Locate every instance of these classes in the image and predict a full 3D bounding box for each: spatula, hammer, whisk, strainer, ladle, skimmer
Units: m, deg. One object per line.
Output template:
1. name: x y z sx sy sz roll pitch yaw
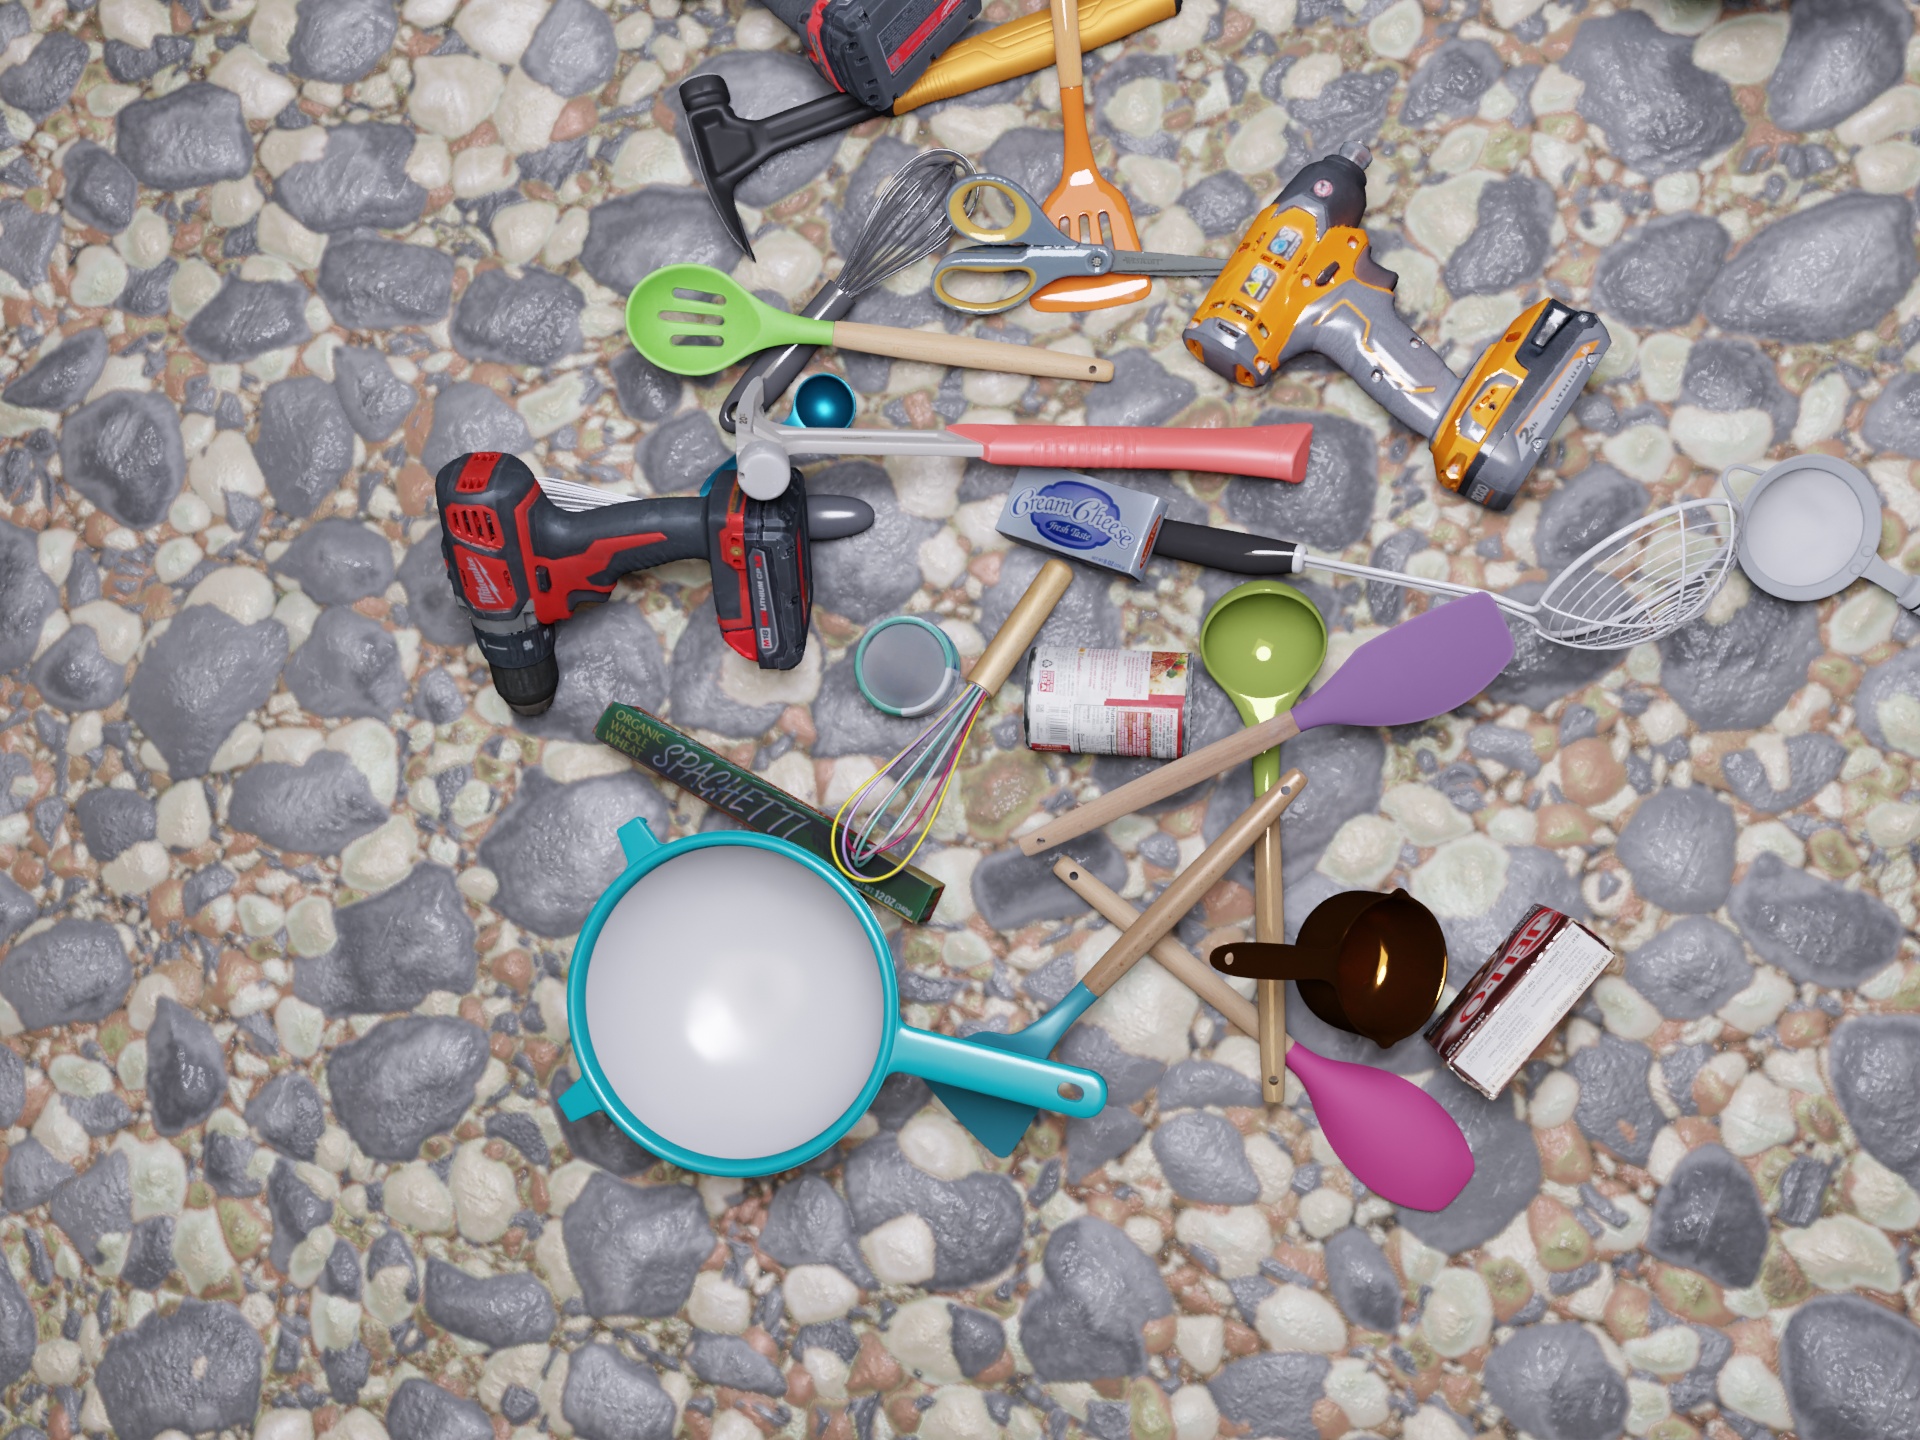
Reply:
1. spatula: 0.178 0.013 0.953 0.316 0.018 0.059 -25 97 12
2. spatula: 0.068 -0.425 1.002 0.081 0.041 0.322 -4 112 9
3. hammer: 0.040 -0.175 0.997 0.359 0.149 0.036 0 119 -5
4. whisk: -0.198 -0.131 1.058 0.284 0.070 0.070 -1 87 4
5. hammer: -0.015 -0.418 1.051 0.337 0.034 0.127 -18 84 7
6. spatula: 0.099 0.144 0.984 0.082 0.044 0.317 45 100 9
7. whisk: -0.077 -0.280 1.051 0.055 0.055 0.239 45 99 8
8. whisk: -0.003 -0.004 1.002 0.047 0.051 0.245 28 75 26
9. strainer: 0.557 -0.079 0.944 0.258 0.050 0.087 33 98 3
10. strainer: -0.072 0.187 1.000 0.340 0.095 0.211 12 91 9
11. ladle: 0.189 0.074 0.977 0.078 0.062 0.320 -1 85 11
12. skimmer: 0.275 -0.112 0.972 0.363 0.127 0.090 13 72 20

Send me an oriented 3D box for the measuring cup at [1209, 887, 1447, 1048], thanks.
1. measuring cup: 0.206 0.141 0.942 0.173 0.052 0.095 7 88 -26

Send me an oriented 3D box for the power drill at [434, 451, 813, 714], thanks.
1. power drill: -0.211 -0.081 1.019 0.226 0.080 0.187 1 130 1

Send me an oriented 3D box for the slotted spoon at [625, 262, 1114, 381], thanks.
1. slotted spoon: -0.056 -0.244 1.026 0.313 0.031 0.070 7 107 -3

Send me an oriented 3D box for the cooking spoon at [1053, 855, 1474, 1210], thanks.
1. cooking spoon: 0.185 0.190 0.999 0.319 0.017 0.069 39 92 8

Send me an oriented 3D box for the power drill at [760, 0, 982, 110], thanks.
1. power drill: -0.098 -0.504 1.031 0.220 0.078 0.143 39 83 22

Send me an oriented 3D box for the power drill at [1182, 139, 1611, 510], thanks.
1. power drill: 0.273 -0.248 0.977 0.226 0.084 0.164 32 91 12

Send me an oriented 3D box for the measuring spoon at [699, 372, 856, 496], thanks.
1. measuring spoon: -0.123 -0.187 1.069 0.128 0.021 0.042 -34 97 15
